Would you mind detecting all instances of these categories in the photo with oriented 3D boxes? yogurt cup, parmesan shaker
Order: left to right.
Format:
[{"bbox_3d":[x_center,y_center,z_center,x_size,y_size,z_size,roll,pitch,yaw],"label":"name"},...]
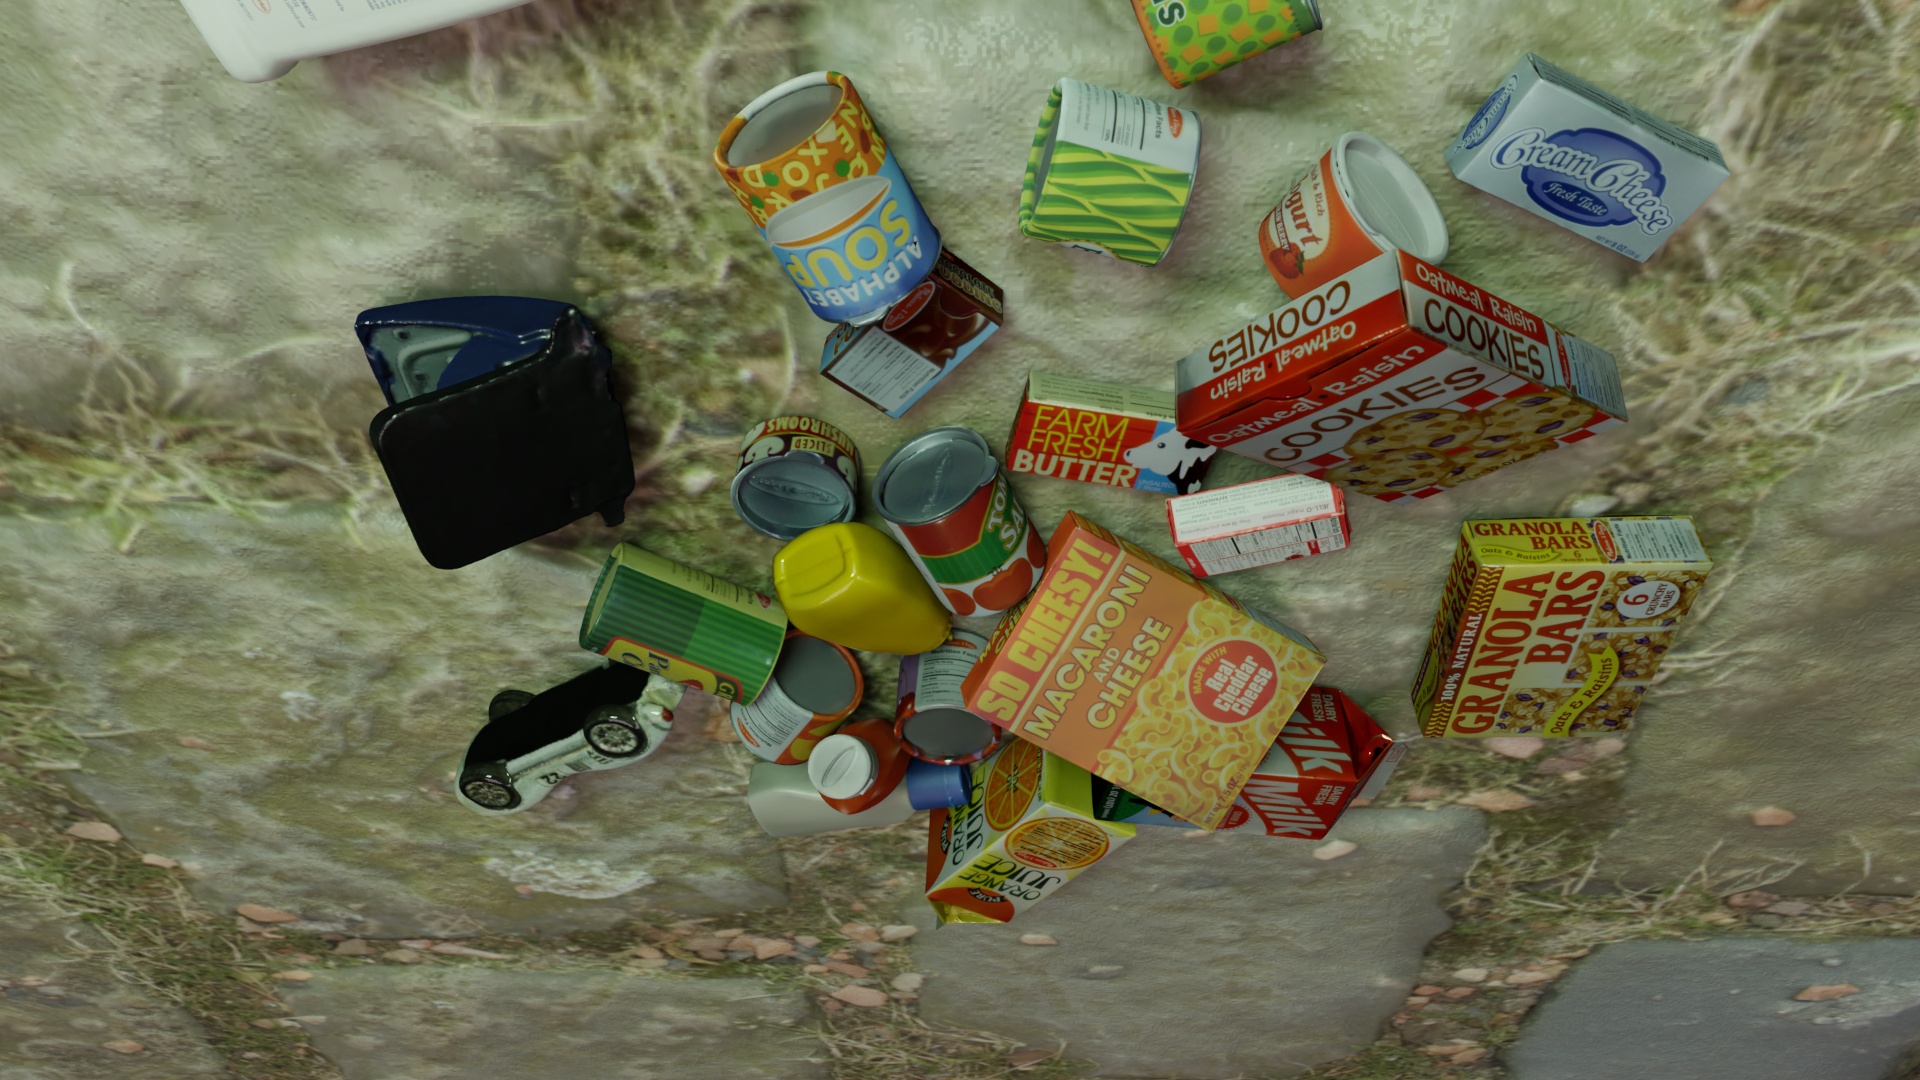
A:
[{"bbox_3d":[-0.162,0.049,0.809,0.103,0.072,0.071,23,134,-20],"label":"parmesan shaker"},{"bbox_3d":[0.166,-0.132,0.596,0.072,0.073,0.053,27,140,-24],"label":"yogurt cup"}]

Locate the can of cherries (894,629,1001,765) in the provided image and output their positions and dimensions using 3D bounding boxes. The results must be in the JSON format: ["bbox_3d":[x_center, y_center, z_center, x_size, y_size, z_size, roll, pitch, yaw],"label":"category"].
[{"bbox_3d":[-0.007,0.099,0.861,0.071,0.059,0.071,1,137,1],"label":"can of cherries"}]

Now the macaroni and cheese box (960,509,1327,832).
[{"bbox_3d":[0.102,0.075,0.787,0.166,0.040,0.123,28,102,-13],"label":"macaroni and cheese box"}]

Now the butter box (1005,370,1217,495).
[{"bbox_3d":[0.078,-0.054,0.714,0.103,0.024,0.052,8,137,-6],"label":"butter box"}]

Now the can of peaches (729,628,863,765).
[{"bbox_3d":[-0.099,0.095,0.858,0.071,0.071,0.057,22,134,-20],"label":"can of peaches"}]

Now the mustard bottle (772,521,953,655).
[{"bbox_3d":[-0.043,0.035,0.780,0.065,0.049,0.160,-24,155,16],"label":"mustard bottle"}]

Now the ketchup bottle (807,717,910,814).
[{"bbox_3d":[-0.063,0.139,0.855,0.043,0.065,0.148,37,175,8],"label":"ketchup bottle"}]

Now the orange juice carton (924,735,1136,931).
[{"bbox_3d":[0.035,0.204,0.964,0.073,0.072,0.191,24,133,-22],"label":"orange juice carton"}]

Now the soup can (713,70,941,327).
[{"bbox_3d":[-0.055,-0.143,0.587,0.071,0.072,0.083,-16,134,20],"label":"soup can"}]

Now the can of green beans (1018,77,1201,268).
[{"bbox_3d":[0.060,-0.152,0.576,0.058,0.071,0.071,12,137,-9],"label":"can of green beans"}]

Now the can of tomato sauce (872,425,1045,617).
[{"bbox_3d":[0.003,-0.009,0.735,0.071,0.071,0.082,-15,136,18],"label":"can of tomato sauce"}]

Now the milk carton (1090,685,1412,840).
[{"bbox_3d":[0.183,0.137,0.883,0.191,0.074,0.072,7,137,-5],"label":"milk carton"}]

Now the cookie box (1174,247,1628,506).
[{"bbox_3d":[0.199,-0.066,0.629,0.167,0.040,0.122,13,155,-36],"label":"cookie box"}]

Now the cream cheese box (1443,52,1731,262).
[{"bbox_3d":[0.265,-0.161,0.588,0.104,0.024,0.053,18,134,-16],"label":"cream cheese box"}]

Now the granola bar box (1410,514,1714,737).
[{"bbox_3d":[0.342,0.053,0.808,0.124,0.039,0.164,-1,138,3],"label":"granola bar box"}]

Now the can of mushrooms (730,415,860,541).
[{"bbox_3d":[-0.086,-0.034,0.737,0.071,0.034,0.070,2,138,2],"label":"can of mushrooms"}]

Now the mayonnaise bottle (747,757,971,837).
[{"bbox_3d":[-0.068,0.172,0.958,0.148,0.041,0.064,-9,138,10],"label":"mayonnaise bottle"}]

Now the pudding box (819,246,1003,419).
[{"bbox_3d":[-0.023,-0.100,0.664,0.049,0.030,0.083,31,131,-26],"label":"pudding box"}]

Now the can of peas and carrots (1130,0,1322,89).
[{"bbox_3d":[0.094,-0.209,0.510,0.058,0.071,0.070,-18,134,22],"label":"can of peas and carrots"}]
